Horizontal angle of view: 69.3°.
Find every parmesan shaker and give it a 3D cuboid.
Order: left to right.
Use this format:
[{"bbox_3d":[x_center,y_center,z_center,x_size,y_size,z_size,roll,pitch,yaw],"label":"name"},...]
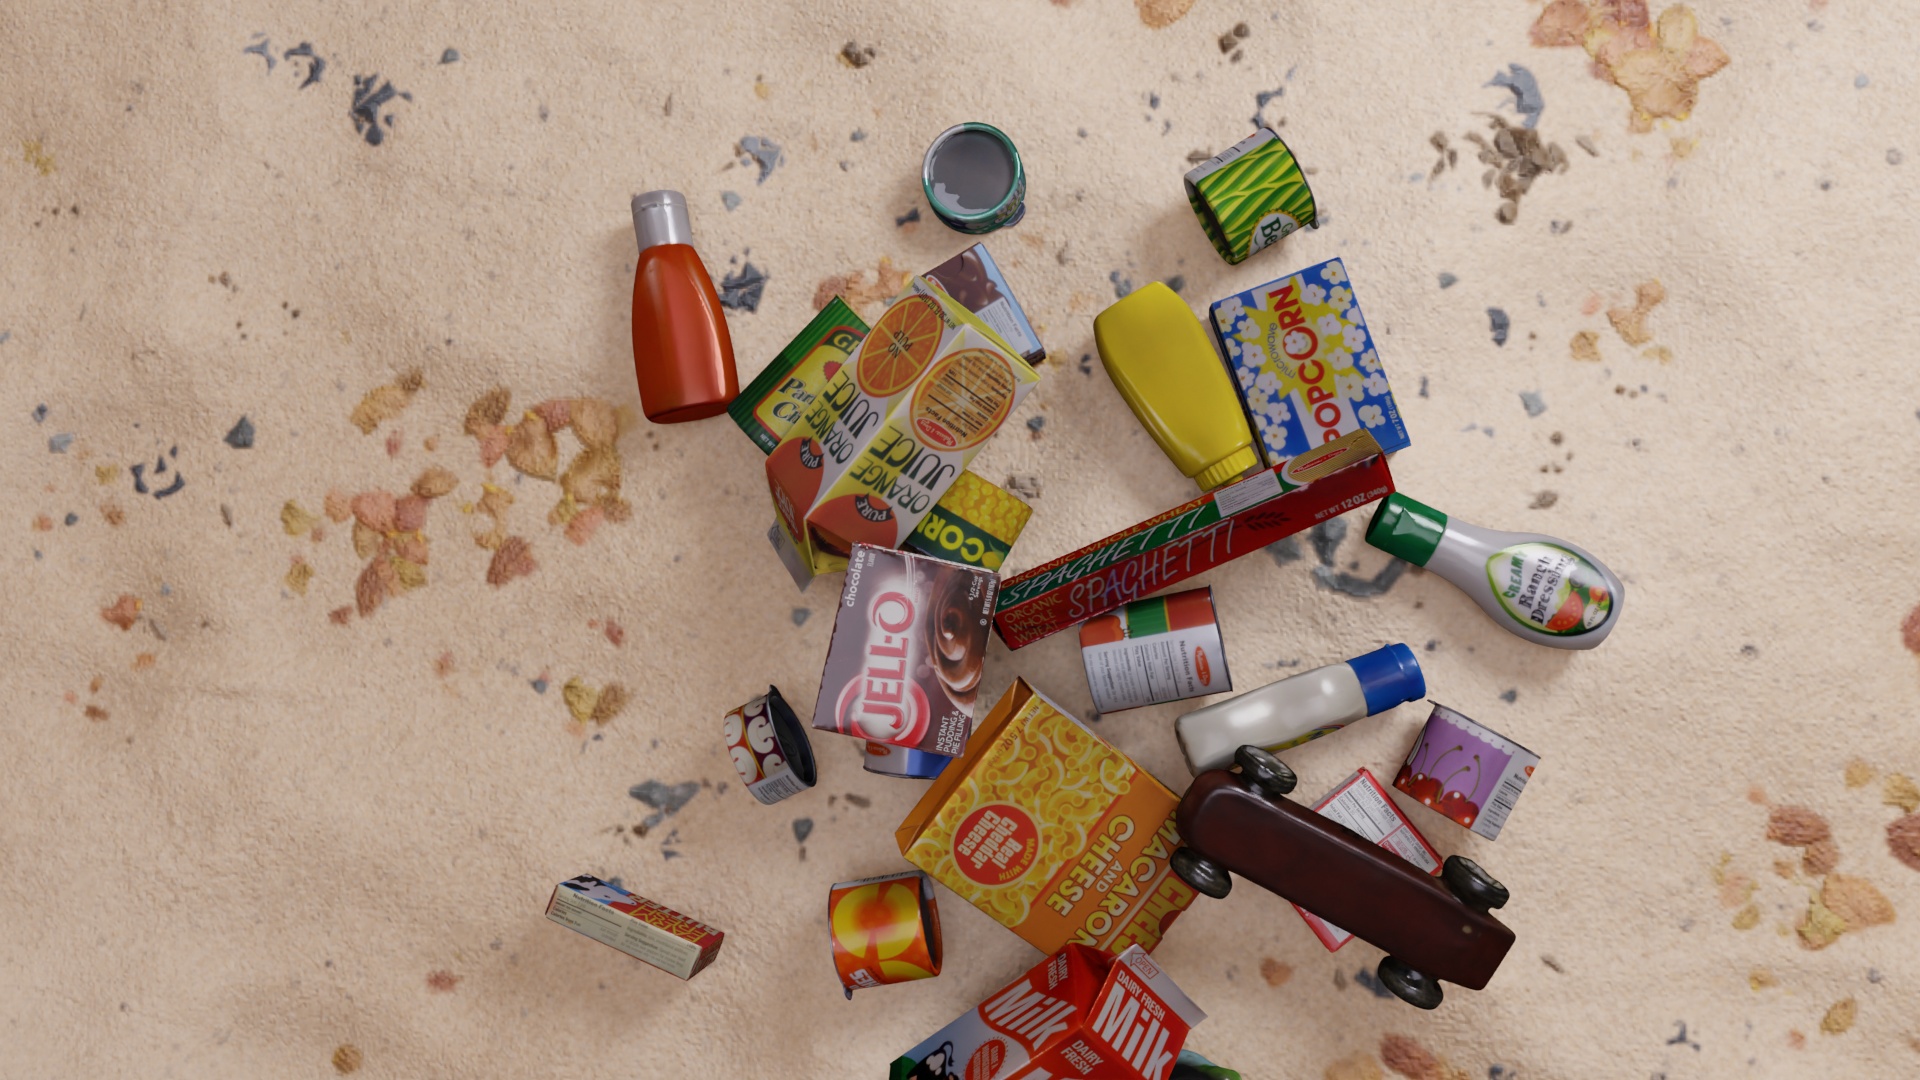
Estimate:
[{"bbox_3d":[-0.089,-0.096,0.889,0.071,0.071,0.103,45,93,7],"label":"parmesan shaker"}]

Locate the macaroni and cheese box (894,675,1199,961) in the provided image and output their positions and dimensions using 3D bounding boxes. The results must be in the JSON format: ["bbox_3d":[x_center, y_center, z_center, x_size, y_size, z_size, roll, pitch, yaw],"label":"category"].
[{"bbox_3d":[0.064,0.181,0.835,0.166,0.040,0.123,38,92,-15],"label":"macaroni and cheese box"}]

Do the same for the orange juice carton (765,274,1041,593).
[{"bbox_3d":[-0.049,-0.057,0.844,0.192,0.073,0.072,-50,42,10],"label":"orange juice carton"}]

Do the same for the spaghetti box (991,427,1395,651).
[{"bbox_3d":[0.133,0.000,0.833,0.250,0.050,0.028,-24,108,12],"label":"spaghetti box"}]

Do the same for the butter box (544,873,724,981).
[{"bbox_3d":[-0.207,0.246,0.887,0.103,0.053,0.024,21,87,7],"label":"butter box"}]

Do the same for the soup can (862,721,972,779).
[{"bbox_3d":[-0.022,0.104,0.869,0.071,0.071,0.084,5,87,7],"label":"soup can"}]

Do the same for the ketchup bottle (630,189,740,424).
[{"bbox_3d":[-0.188,-0.154,0.915,0.065,0.043,0.149,-11,85,9],"label":"ketchup bottle"}]

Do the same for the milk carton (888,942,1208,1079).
[{"bbox_3d":[0.049,0.306,0.813,0.190,0.074,0.072,-38,109,16],"label":"milk carton"}]

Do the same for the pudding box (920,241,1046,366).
[{"bbox_3d":[0.014,-0.144,0.897,0.049,0.030,0.084,-30,83,6],"label":"pudding box"}]

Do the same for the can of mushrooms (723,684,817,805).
[{"bbox_3d":[-0.121,0.129,0.878,0.033,0.071,0.071,-26,84,6],"label":"can of mushrooms"}]

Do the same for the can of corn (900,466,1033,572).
[{"bbox_3d":[0.003,-0.011,0.869,0.071,0.071,0.058,30,90,8],"label":"can of corn"}]

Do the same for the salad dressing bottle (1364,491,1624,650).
[{"bbox_3d":[0.321,0.016,0.842,0.148,0.044,0.064,25,91,8],"label":"salad dressing bottle"}]

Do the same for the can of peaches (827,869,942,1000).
[{"bbox_3d":[-0.046,0.243,0.860,0.058,0.071,0.071,-11,85,5],"label":"can of peaches"}]

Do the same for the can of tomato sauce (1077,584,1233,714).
[{"bbox_3d":[0.119,0.067,0.852,0.083,0.071,0.071,-12,85,10],"label":"can of tomato sauce"}]

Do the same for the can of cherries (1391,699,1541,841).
[{"bbox_3d":[0.298,0.136,0.828,0.071,0.071,0.058,28,91,8],"label":"can of cherries"}]

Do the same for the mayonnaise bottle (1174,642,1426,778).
[{"bbox_3d":[0.205,0.103,0.843,0.148,0.064,0.041,-20,72,2],"label":"mayonnaise bottle"}]

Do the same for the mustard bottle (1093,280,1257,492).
[{"bbox_3d":[0.143,-0.081,0.868,0.065,0.049,0.160,-29,85,5],"label":"mustard bottle"}]

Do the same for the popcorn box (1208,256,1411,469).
[{"bbox_3d":[0.216,-0.102,0.866,0.085,0.038,0.126,-20,84,5],"label":"popcorn box"}]

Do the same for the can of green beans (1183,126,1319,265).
[{"bbox_3d":[0.179,-0.213,0.863,0.058,0.071,0.071,-30,84,5],"label":"can of green beans"}]

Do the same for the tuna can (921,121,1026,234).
[{"bbox_3d":[0.010,-0.233,0.901,0.071,0.033,0.071,0,86,7],"label":"tuna can"}]
